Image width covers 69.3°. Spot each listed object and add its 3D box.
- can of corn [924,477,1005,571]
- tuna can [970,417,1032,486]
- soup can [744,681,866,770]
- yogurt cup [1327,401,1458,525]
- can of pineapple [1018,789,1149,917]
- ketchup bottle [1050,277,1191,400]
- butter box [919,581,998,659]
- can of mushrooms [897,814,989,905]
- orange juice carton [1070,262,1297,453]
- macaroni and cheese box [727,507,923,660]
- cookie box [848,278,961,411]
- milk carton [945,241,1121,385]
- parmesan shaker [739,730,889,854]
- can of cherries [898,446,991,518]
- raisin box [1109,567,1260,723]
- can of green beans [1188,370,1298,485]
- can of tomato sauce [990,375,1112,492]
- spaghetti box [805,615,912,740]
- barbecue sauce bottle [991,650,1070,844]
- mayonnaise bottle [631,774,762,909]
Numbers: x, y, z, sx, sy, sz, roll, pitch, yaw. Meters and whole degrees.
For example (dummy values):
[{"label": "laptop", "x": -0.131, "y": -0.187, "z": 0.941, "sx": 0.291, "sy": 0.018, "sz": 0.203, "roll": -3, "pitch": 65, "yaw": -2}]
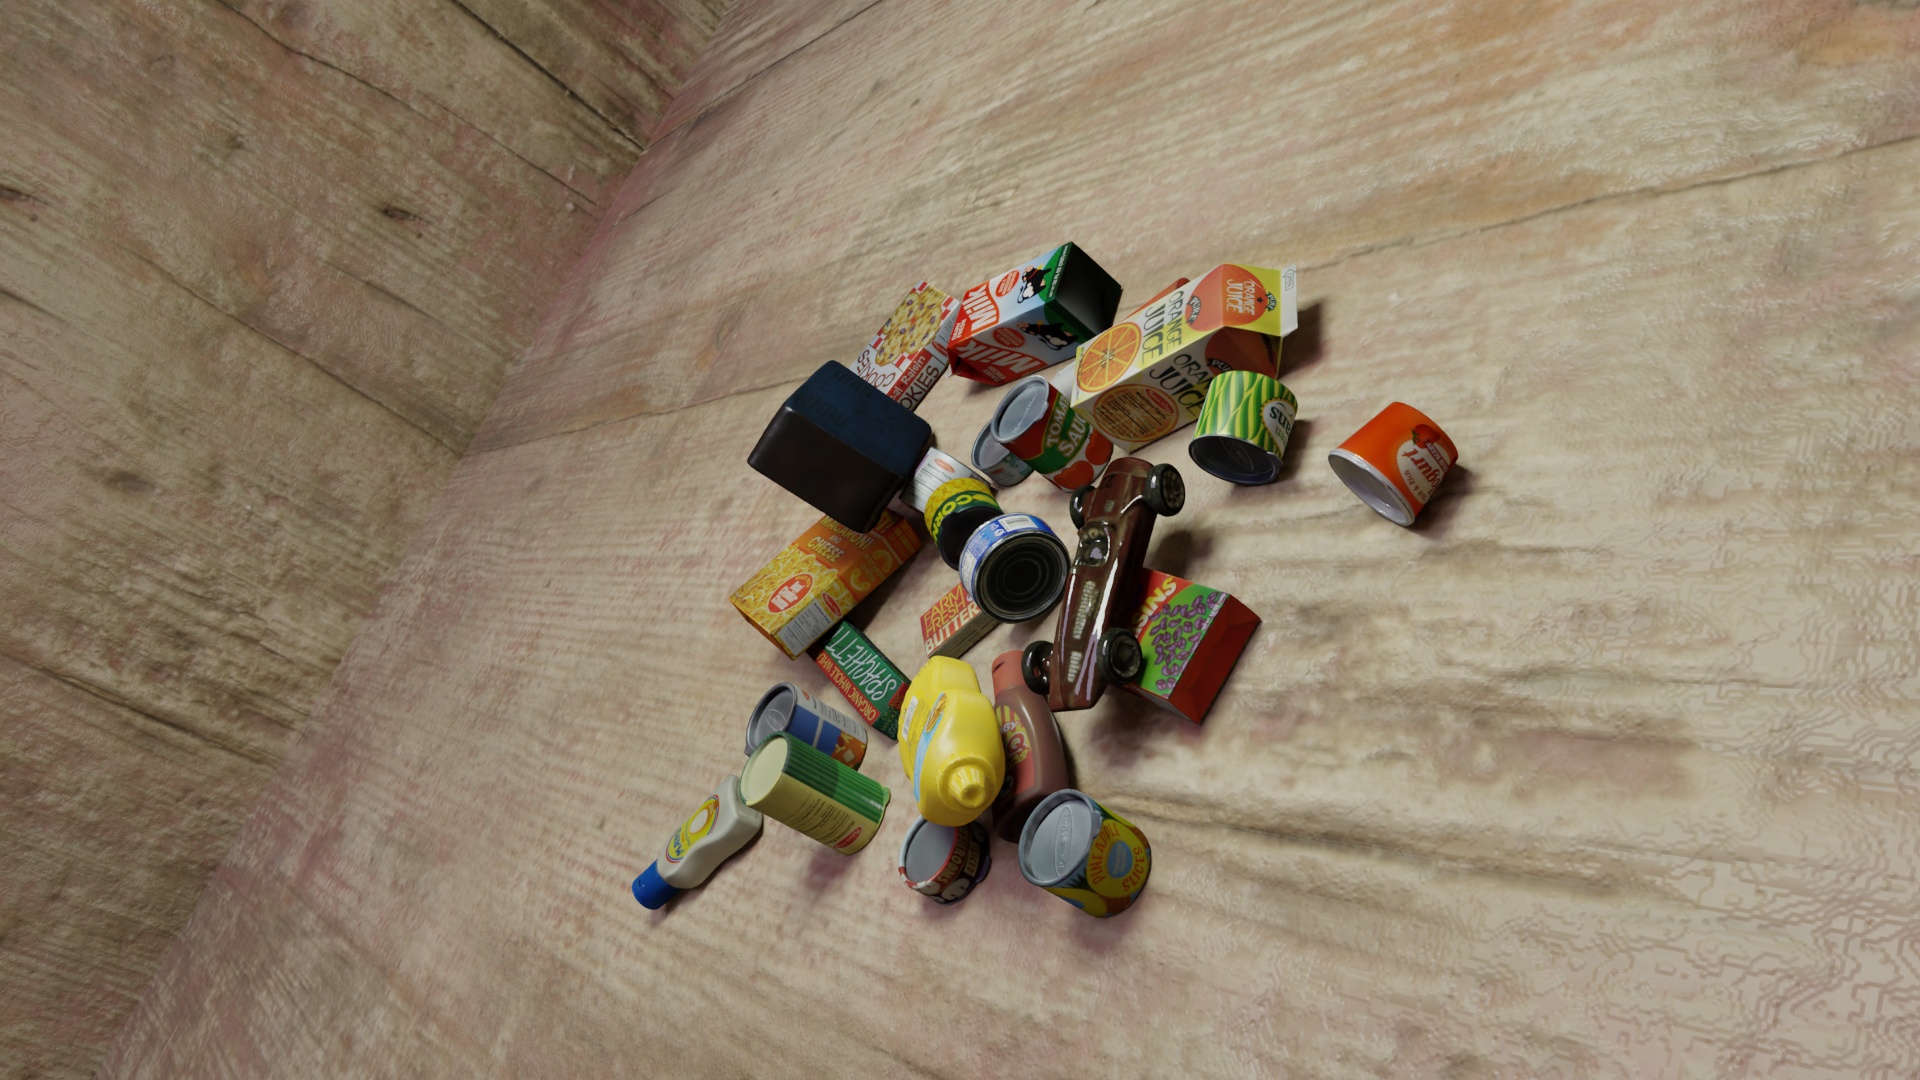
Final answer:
[{"label": "can of corn", "x": 0.004, "y": -0.015, "z": 1.212, "sx": 0.071, "sy": 0.071, "sz": 0.058, "roll": -48, "pitch": 30, "yaw": 12}, {"label": "tuna can", "x": 0.045, "y": -0.087, "z": 1.264, "sx": 0.071, "sy": 0.033, "sz": 0.071, "roll": -34, "pitch": 36, "yaw": 30}, {"label": "soup can", "x": -0.135, "y": 0.172, "z": 1.204, "sx": 0.071, "sy": 0.083, "sz": 0.072, "roll": -35, "pitch": 35, "yaw": 30}, {"label": "yogurt cup", "x": 0.276, "y": -0.051, "z": 0.880, "sx": 0.054, "sy": 0.072, "sz": 0.072, "roll": -46, "pitch": 30, "yaw": -2}, {"label": "can of pineapple", "x": 0.082, "y": 0.203, "z": 0.900, "sx": 0.070, "sy": 0.058, "sz": 0.071, "roll": -35, "pitch": 36, "yaw": 30}, {"label": "ketchup bottle", "x": 0.143, "y": -0.164, "z": 1.194, "sx": 0.148, "sy": 0.043, "sz": 0.065, "roll": -33, "pitch": 22, "yaw": 32}, {"label": "butter box", "x": 0.010, "y": 0.058, "z": 1.177, "sx": 0.103, "sy": 0.024, "sz": 0.053, "roll": -41, "pitch": 34, "yaw": 21}, {"label": "can of mushrooms", "x": -0.012, "y": 0.232, "z": 1.026, "sx": 0.071, "sy": 0.033, "sz": 0.071, "roll": -35, "pitch": 35, "yaw": 29}, {"label": "orange juice carton", "x": 0.184, "y": -0.149, "z": 1.095, "sx": 0.192, "sy": 0.073, "sz": 0.072, "roll": -27, "pitch": 40, "yaw": 38}, {"label": "macaroni and cheese box", "x": -0.131, "y": 0.030, "z": 1.339, "sx": 0.167, "sy": 0.040, "sz": 0.124, "roll": -41, "pitch": 30, "yaw": -13}, {"label": "cookie box", "x": -0.062, "y": -0.197, "z": 1.516, "sx": 0.167, "sy": 0.040, "sz": 0.123, "roll": -51, "pitch": 30, "yaw": 4}, {"label": "milk carton", "x": 0.055, "y": -0.208, "z": 1.331, "sx": 0.190, "sy": 0.073, "sz": 0.072, "roll": -15, "pitch": 49, "yaw": 48}, {"label": "parmesan shaker", "x": -0.119, "y": 0.204, "z": 1.132, "sx": 0.071, "sy": 0.103, "sz": 0.072, "roll": -35, "pitch": 35, "yaw": 30}, {"label": "can of cherries", "x": -0.014, "y": -0.044, "z": 1.275, "sx": 0.058, "sy": 0.071, "sz": 0.071, "roll": -58, "pitch": 30, "yaw": -3}, {"label": "raisin box", "x": 0.139, "y": 0.068, "z": 0.974, "sx": 0.086, "sy": 0.040, "sz": 0.123, "roll": -59, "pitch": 32, "yaw": -8}, {"label": "can of green beans", "x": 0.205, "y": -0.081, "z": 1.005, "sx": 0.071, "sy": 0.071, "sz": 0.058, "roll": -7, "pitch": 54, "yaw": 51}, {"label": "can of tomato sauce", "x": 0.079, "y": -0.089, "z": 1.170, "sx": 0.071, "sy": 0.083, "sz": 0.071, "roll": -35, "pitch": 36, "yaw": 30}, {"label": "spaghetti box", "x": -0.102, "y": 0.109, "z": 1.277, "sx": 0.050, "sy": 0.028, "sz": 0.250, "roll": -54, "pitch": 30, "yaw": 0}, {"label": "barbecue sauce bottle", "x": 0.046, "y": 0.146, "z": 1.019, "sx": 0.064, "sy": 0.043, "sz": 0.149, "roll": -49, "pitch": 28, "yaw": 32}, {"label": "mayonnaise bottle", "x": -0.245, "y": 0.285, "z": 1.286, "sx": 0.147, "sy": 0.041, "sz": 0.065, "roll": -44, "pitch": 34, "yaw": 16}]
